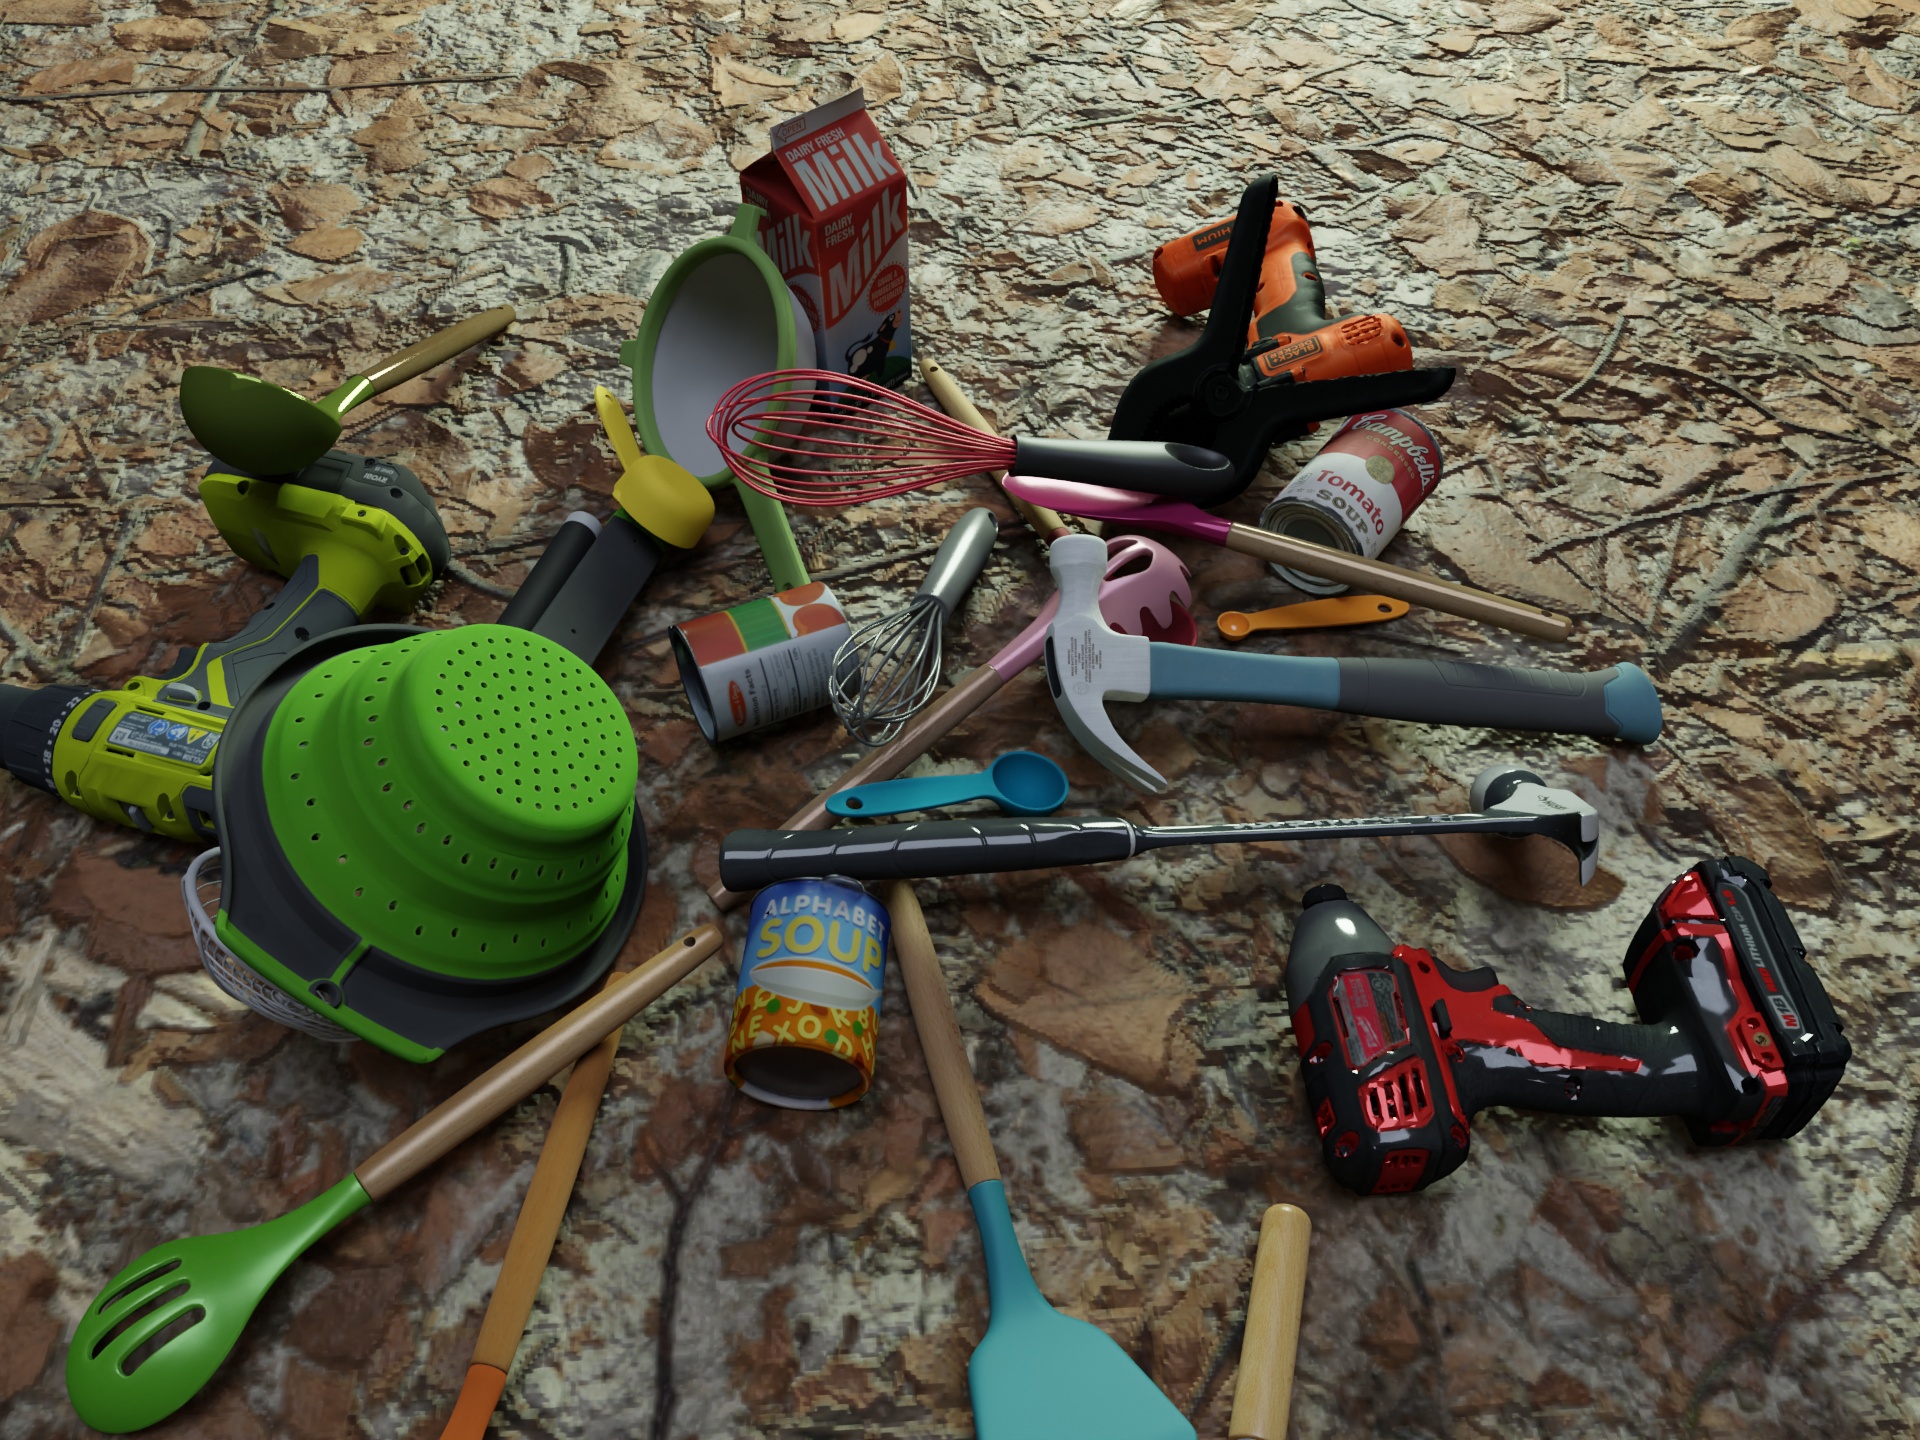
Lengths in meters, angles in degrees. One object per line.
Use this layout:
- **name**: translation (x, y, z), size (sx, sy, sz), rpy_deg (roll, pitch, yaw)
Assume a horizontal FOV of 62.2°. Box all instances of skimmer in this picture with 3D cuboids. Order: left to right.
- **skimmer**: translation (-0.251, 0.002, 0.797), size (0.127, 0.090, 0.364), rpy_deg (32, 49, -14)

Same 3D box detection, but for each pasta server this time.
- **pasta server**: translation (-0.001, -0.003, 0.826), size (0.316, 0.040, 0.060), rpy_deg (-39, 55, -16)

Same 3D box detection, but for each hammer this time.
- **hammer**: translation (0.093, 0.057, 0.745), size (0.409, 0.149, 0.036), rpy_deg (-3, 96, 0)
- **hammer**: translation (0.207, -0.019, 0.827), size (0.331, 0.033, 0.128), rpy_deg (4, 78, -9)

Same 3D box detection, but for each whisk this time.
- **whisk**: translation (-0.019, -0.061, 0.853), size (0.055, 0.055, 0.239), rpy_deg (14, 34, 10)
- **whisk**: translation (0.010, -0.146, 0.869), size (0.295, 0.073, 0.073), rpy_deg (3, 50, -12)
- **whisk**: translation (0.109, 0.298, 0.599), size (0.047, 0.051, 0.245), rpy_deg (26, 48, -7)

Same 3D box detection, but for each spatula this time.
- **spatula**: translation (-0.182, 0.243, 0.646), size (0.081, 0.041, 0.323), rpy_deg (7, 47, 5)
- **spatula**: translation (0.007, 0.174, 0.691), size (0.082, 0.044, 0.318), rpy_deg (-9, 50, -14)

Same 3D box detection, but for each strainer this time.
- **strainer**: translation (-0.111, -0.164, 0.945), size (0.069, 0.151, 0.256), rpy_deg (-1, 63, -47)

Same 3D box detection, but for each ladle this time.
- **ladle**: translation (-0.335, -0.213, 0.927), size (0.078, 0.062, 0.320), rpy_deg (13, 29, 6)
- **ladle**: translation (0.044, -0.125, 0.948), size (0.069, 0.031, 0.316), rpy_deg (-22, 53, -13)

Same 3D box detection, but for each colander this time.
- **colander**: translation (-0.197, -0.025, 0.773), size (0.204, 0.094, 0.397), rpy_deg (38, 37, -16)

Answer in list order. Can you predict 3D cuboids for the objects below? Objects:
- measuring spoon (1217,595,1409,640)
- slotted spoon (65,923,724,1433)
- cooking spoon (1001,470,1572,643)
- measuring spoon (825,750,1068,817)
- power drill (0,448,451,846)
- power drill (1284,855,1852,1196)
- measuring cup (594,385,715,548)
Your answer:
- **measuring spoon**: translation (0.201, -0.057, 0.907), size (0.117, 0.011, 0.021), rpy_deg (-7, 49, -11)
- **slotted spoon**: translation (-0.232, 0.180, 0.677), size (0.314, 0.031, 0.070), rpy_deg (-35, 53, -22)
- **cooking spoon**: translation (0.172, -0.094, 0.873), size (0.319, 0.017, 0.069), rpy_deg (18, 37, 17)
- **measuring spoon**: translation (-0.007, 0.041, 0.801), size (0.128, 0.021, 0.042), rpy_deg (-6, 46, -20)
- **power drill**: translation (-0.393, -0.043, 0.842), size (0.190, 0.080, 0.229), rpy_deg (13, 54, 10)
- **power drill**: translation (0.258, 0.129, 0.714), size (0.219, 0.078, 0.143), rpy_deg (-6, 51, -2)
- **measuring cup**: translation (-0.186, -0.161, 0.941), size (0.029, 0.062, 0.157), rpy_deg (-46, 49, 20)
